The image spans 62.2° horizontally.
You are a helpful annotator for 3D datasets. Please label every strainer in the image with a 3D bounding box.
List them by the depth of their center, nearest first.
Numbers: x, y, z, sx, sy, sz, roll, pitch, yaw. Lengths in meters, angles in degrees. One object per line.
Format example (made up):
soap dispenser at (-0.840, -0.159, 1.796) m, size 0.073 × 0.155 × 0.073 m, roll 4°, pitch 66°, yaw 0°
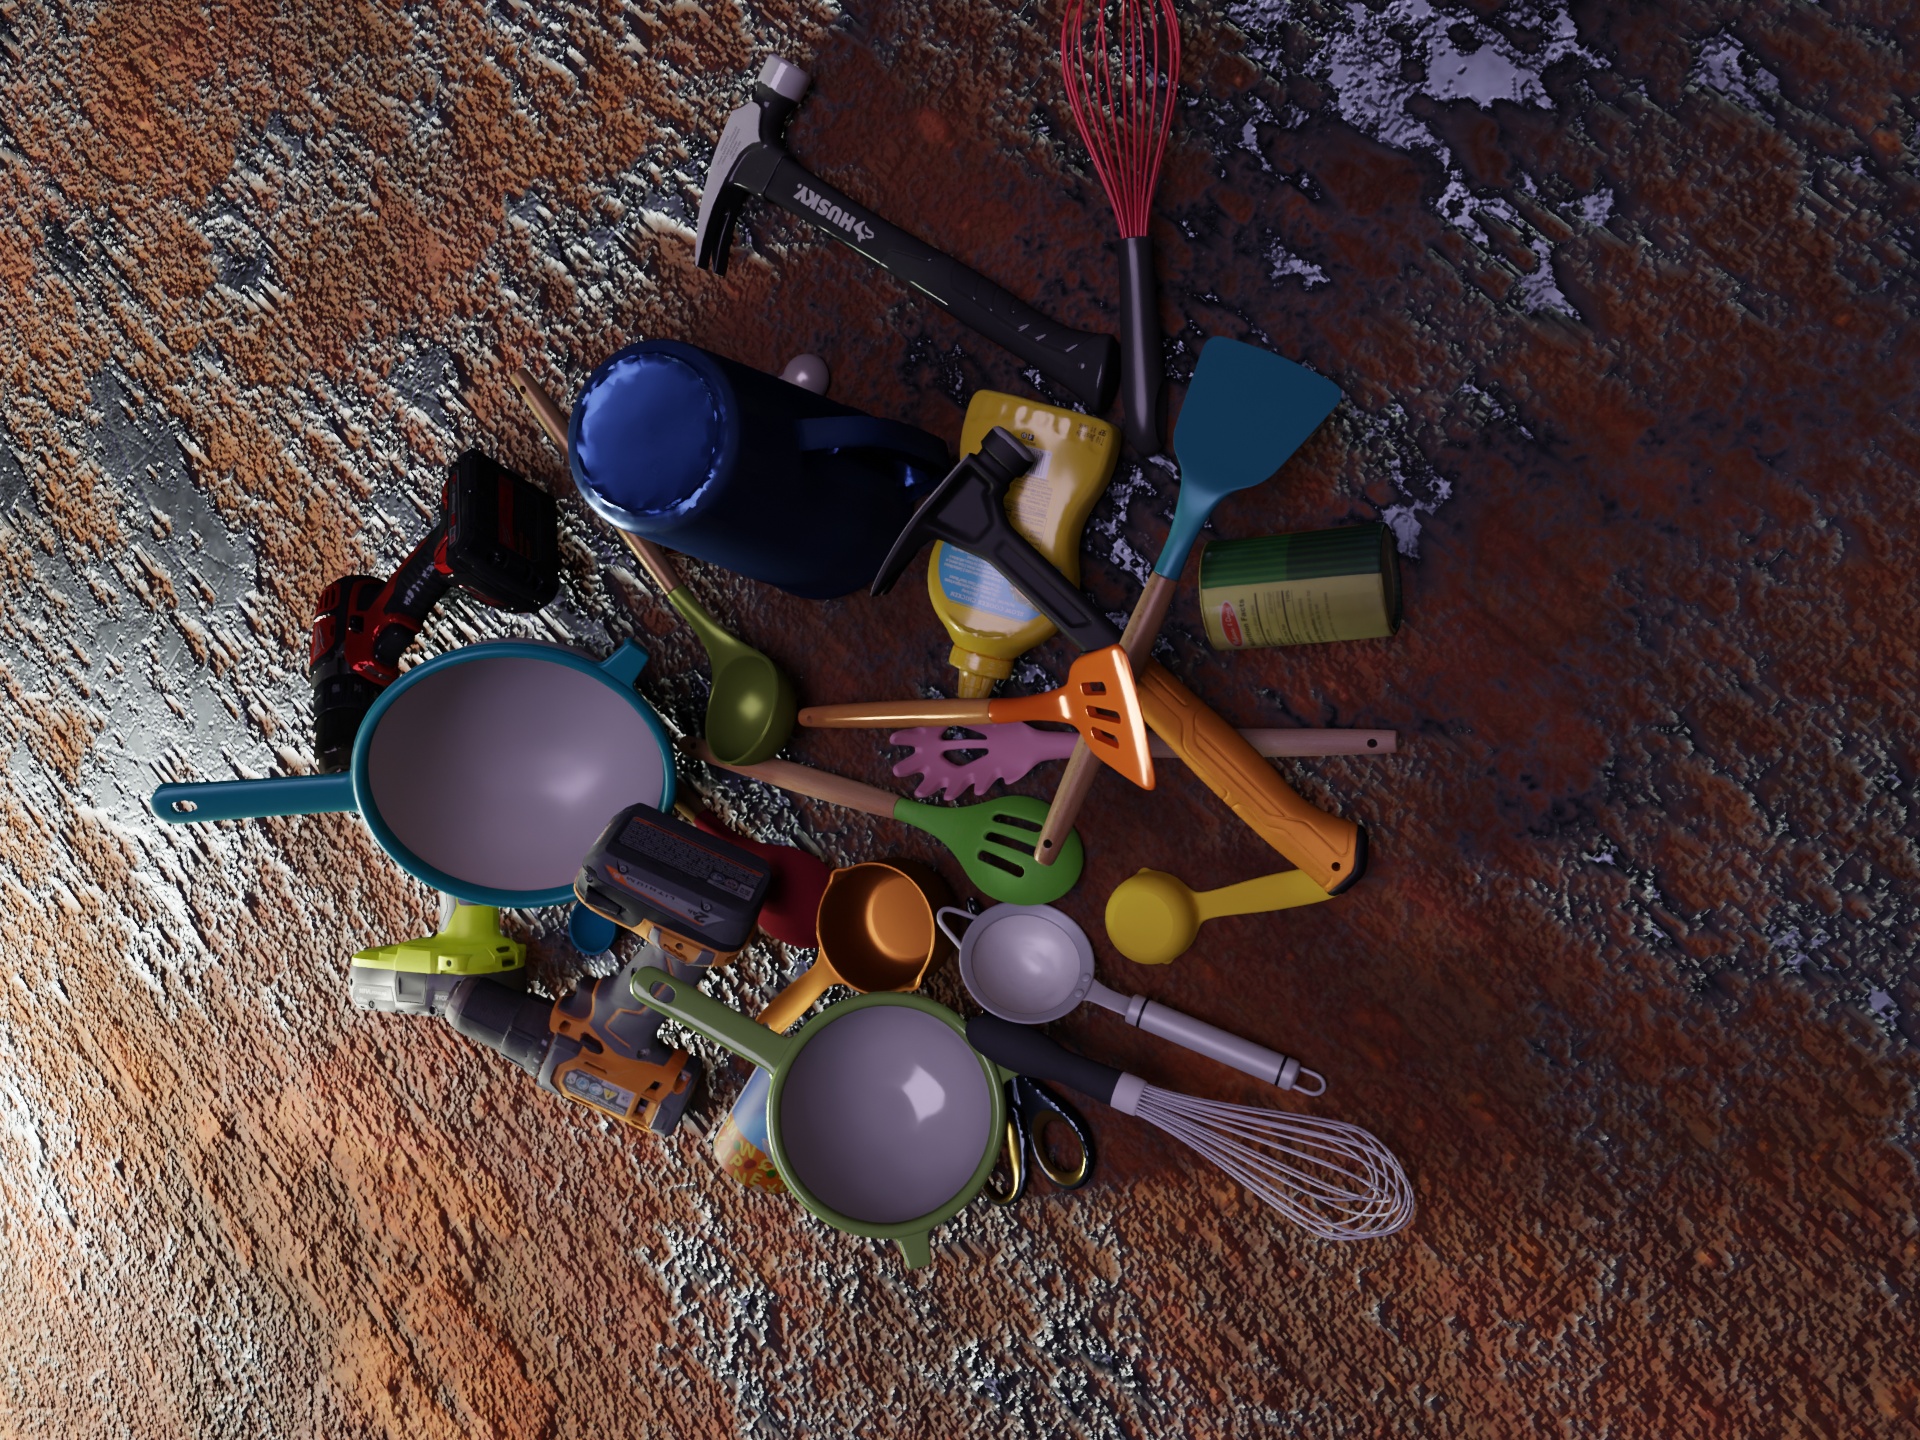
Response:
strainer at (0.102, 0.179, 0.989) m, size 0.258 × 0.087 × 0.050 m, roll 20°, pitch 145°, yaw 18°
strainer at (-0.095, 0.227, 1.024) m, size 0.256 × 0.069 × 0.151 m, roll 28°, pitch 76°, yaw 2°
strainer at (-0.365, 0.025, 1.091) m, size 0.340 × 0.095 × 0.210 m, roll -4°, pitch 122°, yaw -6°

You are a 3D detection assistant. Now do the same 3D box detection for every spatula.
spatula at (0.111, -0.058, 0.904) m, size 0.082 × 0.044 × 0.317 m, roll 27°, pitch 106°, yaw 15°
spatula at (-0.002, -0.003, 0.953) m, size 0.323 × 0.041 × 0.081 m, roll -2°, pitch 106°, yaw 47°

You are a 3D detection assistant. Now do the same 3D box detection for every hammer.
hammer at (0.102, -0.017, 0.939) m, size 0.337 × 0.034 × 0.127 m, roll 43°, pitch 104°, yaw 6°
hammer at (-0.035, -0.293, 1.032) m, size 0.335 × 0.035 × 0.146 m, roll 37°, pitch 107°, yaw 19°

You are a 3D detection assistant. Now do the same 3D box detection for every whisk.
whisk at (0.131, 0.237, 0.952) m, size 0.285 × 0.070 × 0.070 m, roll 19°, pitch 101°, yaw 18°
whisk at (0.103, -0.308, 0.954) m, size 0.073 × 0.073 × 0.296 m, roll -1°, pitch 98°, yaw 26°

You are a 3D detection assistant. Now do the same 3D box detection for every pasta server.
pasta server at (0.106, 0.016, 0.980) m, size 0.316 × 0.040 × 0.060 m, roll -1°, pitch 100°, yaw 24°

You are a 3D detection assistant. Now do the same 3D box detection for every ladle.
ladle at (-0.217, -0.108, 1.086) m, size 0.078 × 0.062 × 0.320 m, roll -36°, pitch 89°, yaw 32°
ladle at (-0.201, 0.051, 1.136) m, size 0.316 × 0.031 × 0.069 m, roll 40°, pitch 109°, yaw 20°

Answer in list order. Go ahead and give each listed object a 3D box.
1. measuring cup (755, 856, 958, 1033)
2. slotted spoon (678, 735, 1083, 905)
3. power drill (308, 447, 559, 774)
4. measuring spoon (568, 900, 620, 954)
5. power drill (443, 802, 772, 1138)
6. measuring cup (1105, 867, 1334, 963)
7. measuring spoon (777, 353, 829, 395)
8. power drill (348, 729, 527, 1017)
measuring cup at (-0.073, 0.160, 1.067) m, size 0.173 × 0.052 × 0.095 m, roll -43°, pitch 75°, yaw 23°
slotted spoon at (-0.064, 0.054, 1.067) m, size 0.314 × 0.031 × 0.070 m, roll 15°, pitch 77°, yaw 27°
power drill at (-0.395, -0.069, 1.157) m, size 0.226 × 0.080 × 0.188 m, roll -34°, pitch 46°, yaw 24°
measuring spoon at (-0.254, 0.110, 1.172) m, size 0.042 × 0.021 × 0.128 m, roll 17°, pitch 91°, yaw 25°
power drill at (-0.244, 0.168, 1.090) m, size 0.185 × 0.084 × 0.226 m, roll 25°, pitch 117°, yaw -3°
measuring cup at (0.159, 0.111, 0.963) m, size 0.156 × 0.029 × 0.062 m, roll -16°, pitch 86°, yaw 27°
measuring spoon at (-0.147, -0.226, 1.098) m, size 0.124 × 0.018 × 0.034 m, roll -9°, pitch 89°, yaw 26°
power drill at (-0.400, 0.105, 1.208) m, size 0.171 × 0.080 × 0.223 m, roll 0°, pitch 89°, yaw 25°
